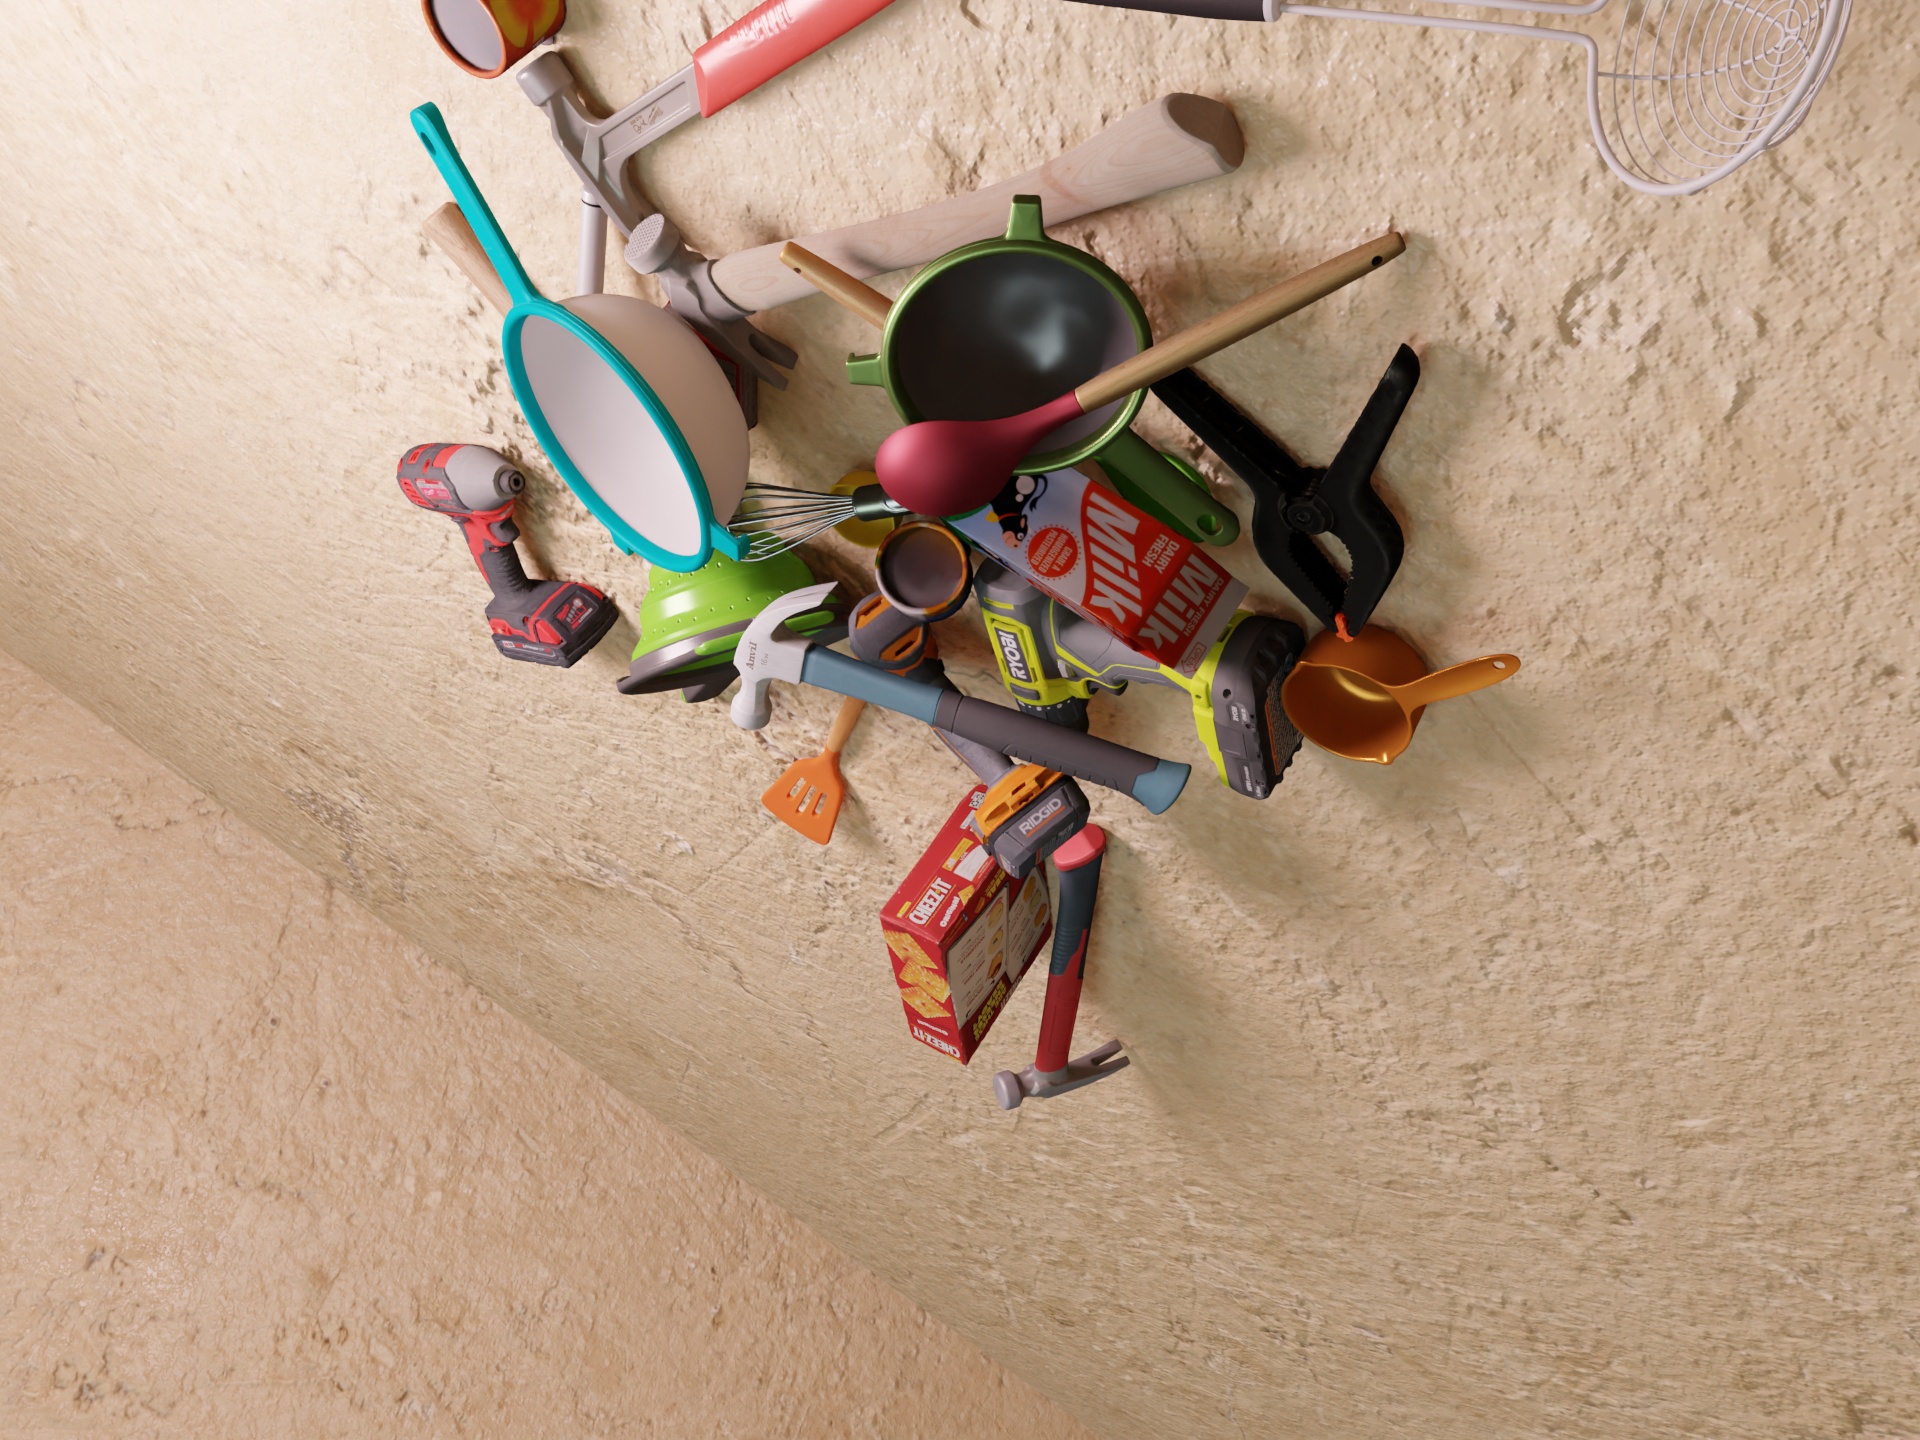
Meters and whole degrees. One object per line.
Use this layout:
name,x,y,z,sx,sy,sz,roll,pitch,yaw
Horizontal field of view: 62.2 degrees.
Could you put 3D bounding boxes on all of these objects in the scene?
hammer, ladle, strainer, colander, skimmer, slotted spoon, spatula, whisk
hammer,-0.290,-0.261,1.241,0.130,0.031,0.331,-10,127,50
ladle,0.089,-0.183,0.858,0.315,0.031,0.069,-23,132,23
strainer,0.071,-0.191,0.919,0.256,0.069,0.151,34,128,-28
strainer,-0.240,-0.265,1.072,0.211,0.095,0.340,10,133,54
colander,-0.208,-0.082,1.345,0.397,0.204,0.094,158,96,-72
hammer,0.113,0.230,1.486,0.386,0.143,0.038,94,154,-44
skimmer,0.178,-0.306,0.671,0.363,0.090,0.127,20,114,28
slotted spoon,0.028,-0.201,0.968,0.313,0.031,0.070,30,159,-13
hammer,-0.016,-0.279,0.932,0.411,0.038,0.146,-2,151,40
hammer,-0.002,-0.004,1.114,0.331,0.033,0.128,19,124,8
spatula,-0.114,0.019,1.446,0.081,0.041,0.322,35,148,2
hammer,-0.123,-0.374,0.921,0.359,0.037,0.149,-5,131,48
strainer,-0.272,-0.283,1.149,0.087,0.050,0.258,35,136,19
whisk,-0.077,-0.152,1.121,0.246,0.059,0.058,-5,100,26

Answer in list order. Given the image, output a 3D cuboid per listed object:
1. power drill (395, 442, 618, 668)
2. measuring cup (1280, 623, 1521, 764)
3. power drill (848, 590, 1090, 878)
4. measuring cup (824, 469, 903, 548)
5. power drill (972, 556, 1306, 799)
power drill,-0.414,-0.157,1.465,0.143,0.078,0.219,9,137,36
measuring cup,0.280,-0.030,0.989,0.095,0.052,0.173,46,146,-17
power drill,0.001,0.011,1.232,0.226,0.084,0.164,51,174,10
measuring cup,-0.034,-0.171,1.134,0.156,0.029,0.062,-22,118,41
power drill,0.126,-0.025,1.123,0.229,0.080,0.190,18,147,31
